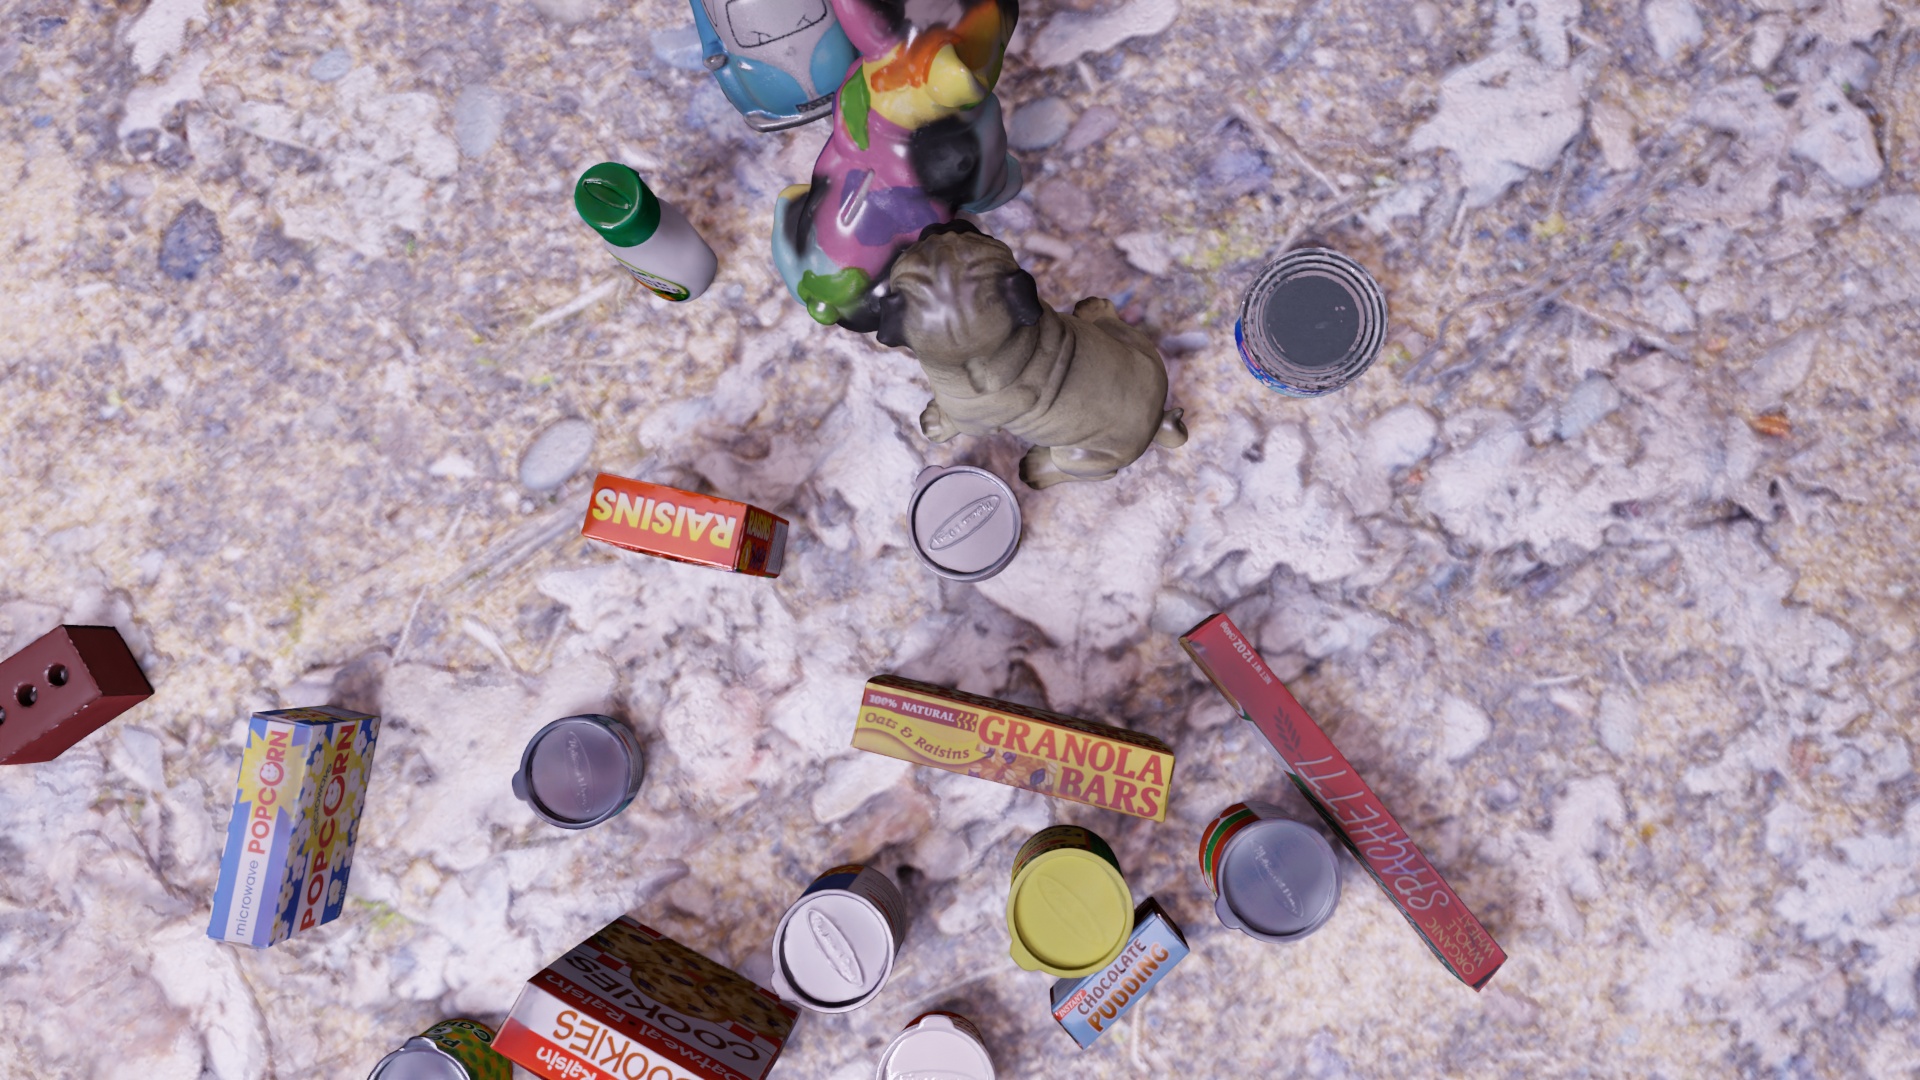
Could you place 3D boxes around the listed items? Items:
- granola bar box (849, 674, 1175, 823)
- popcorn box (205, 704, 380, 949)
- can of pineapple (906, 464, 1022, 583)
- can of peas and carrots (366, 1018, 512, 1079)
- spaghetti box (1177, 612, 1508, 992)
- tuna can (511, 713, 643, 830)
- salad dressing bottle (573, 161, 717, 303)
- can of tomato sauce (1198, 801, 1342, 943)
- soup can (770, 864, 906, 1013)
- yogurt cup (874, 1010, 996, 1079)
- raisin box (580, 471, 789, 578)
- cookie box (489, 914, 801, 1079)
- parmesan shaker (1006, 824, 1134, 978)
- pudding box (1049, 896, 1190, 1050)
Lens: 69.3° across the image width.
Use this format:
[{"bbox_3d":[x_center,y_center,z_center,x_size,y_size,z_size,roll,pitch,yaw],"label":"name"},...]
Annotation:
[{"bbox_3d":[0.030,0.111,0.769,0.166,0.124,0.039,13,87,4],"label":"granola bar box"},{"bbox_3d":[-0.383,0.162,0.802,0.038,0.085,0.126,9,86,3],"label":"popcorn box"},{"bbox_3d":[0.003,-0.010,0.813,0.071,0.058,0.071,0,86,3],"label":"can of pineapple"},{"bbox_3d":[-0.300,0.313,0.800,0.071,0.058,0.071,0,86,3],"label":"can of peas and carrots"},{"bbox_3d":[0.216,0.146,0.795,0.029,0.050,0.250,-39,85,0],"label":"spaghetti box"},{"bbox_3d":[-0.226,0.137,0.824,0.071,0.033,0.071,0,85,3],"label":"tuna can"},{"bbox_3d":[-0.179,-0.174,0.789,0.064,0.147,0.044,28,88,4],"label":"salad dressing bottle"},{"bbox_3d":[0.169,0.185,0.777,0.071,0.083,0.071,0,86,3],"label":"can of tomato sauce"},{"bbox_3d":[-0.068,0.224,0.784,0.071,0.083,0.071,0,86,3],"label":"soup can"},{"bbox_3d":[-0.013,0.302,0.790,0.072,0.054,0.072,0,86,3],"label":"yogurt cup"},{"bbox_3d":[-0.152,-0.006,0.787,0.086,0.123,0.040,13,87,4],"label":"raisin box"},{"bbox_3d":[-0.160,0.261,0.743,0.123,0.167,0.040,27,88,4],"label":"cookie box"},{"bbox_3d":[0.057,0.198,0.771,0.071,0.103,0.071,0,86,3],"label":"parmesan shaker"},{"bbox_3d":[0.090,0.245,0.792,0.084,0.049,0.030,-43,85,-1],"label":"pudding box"}]
